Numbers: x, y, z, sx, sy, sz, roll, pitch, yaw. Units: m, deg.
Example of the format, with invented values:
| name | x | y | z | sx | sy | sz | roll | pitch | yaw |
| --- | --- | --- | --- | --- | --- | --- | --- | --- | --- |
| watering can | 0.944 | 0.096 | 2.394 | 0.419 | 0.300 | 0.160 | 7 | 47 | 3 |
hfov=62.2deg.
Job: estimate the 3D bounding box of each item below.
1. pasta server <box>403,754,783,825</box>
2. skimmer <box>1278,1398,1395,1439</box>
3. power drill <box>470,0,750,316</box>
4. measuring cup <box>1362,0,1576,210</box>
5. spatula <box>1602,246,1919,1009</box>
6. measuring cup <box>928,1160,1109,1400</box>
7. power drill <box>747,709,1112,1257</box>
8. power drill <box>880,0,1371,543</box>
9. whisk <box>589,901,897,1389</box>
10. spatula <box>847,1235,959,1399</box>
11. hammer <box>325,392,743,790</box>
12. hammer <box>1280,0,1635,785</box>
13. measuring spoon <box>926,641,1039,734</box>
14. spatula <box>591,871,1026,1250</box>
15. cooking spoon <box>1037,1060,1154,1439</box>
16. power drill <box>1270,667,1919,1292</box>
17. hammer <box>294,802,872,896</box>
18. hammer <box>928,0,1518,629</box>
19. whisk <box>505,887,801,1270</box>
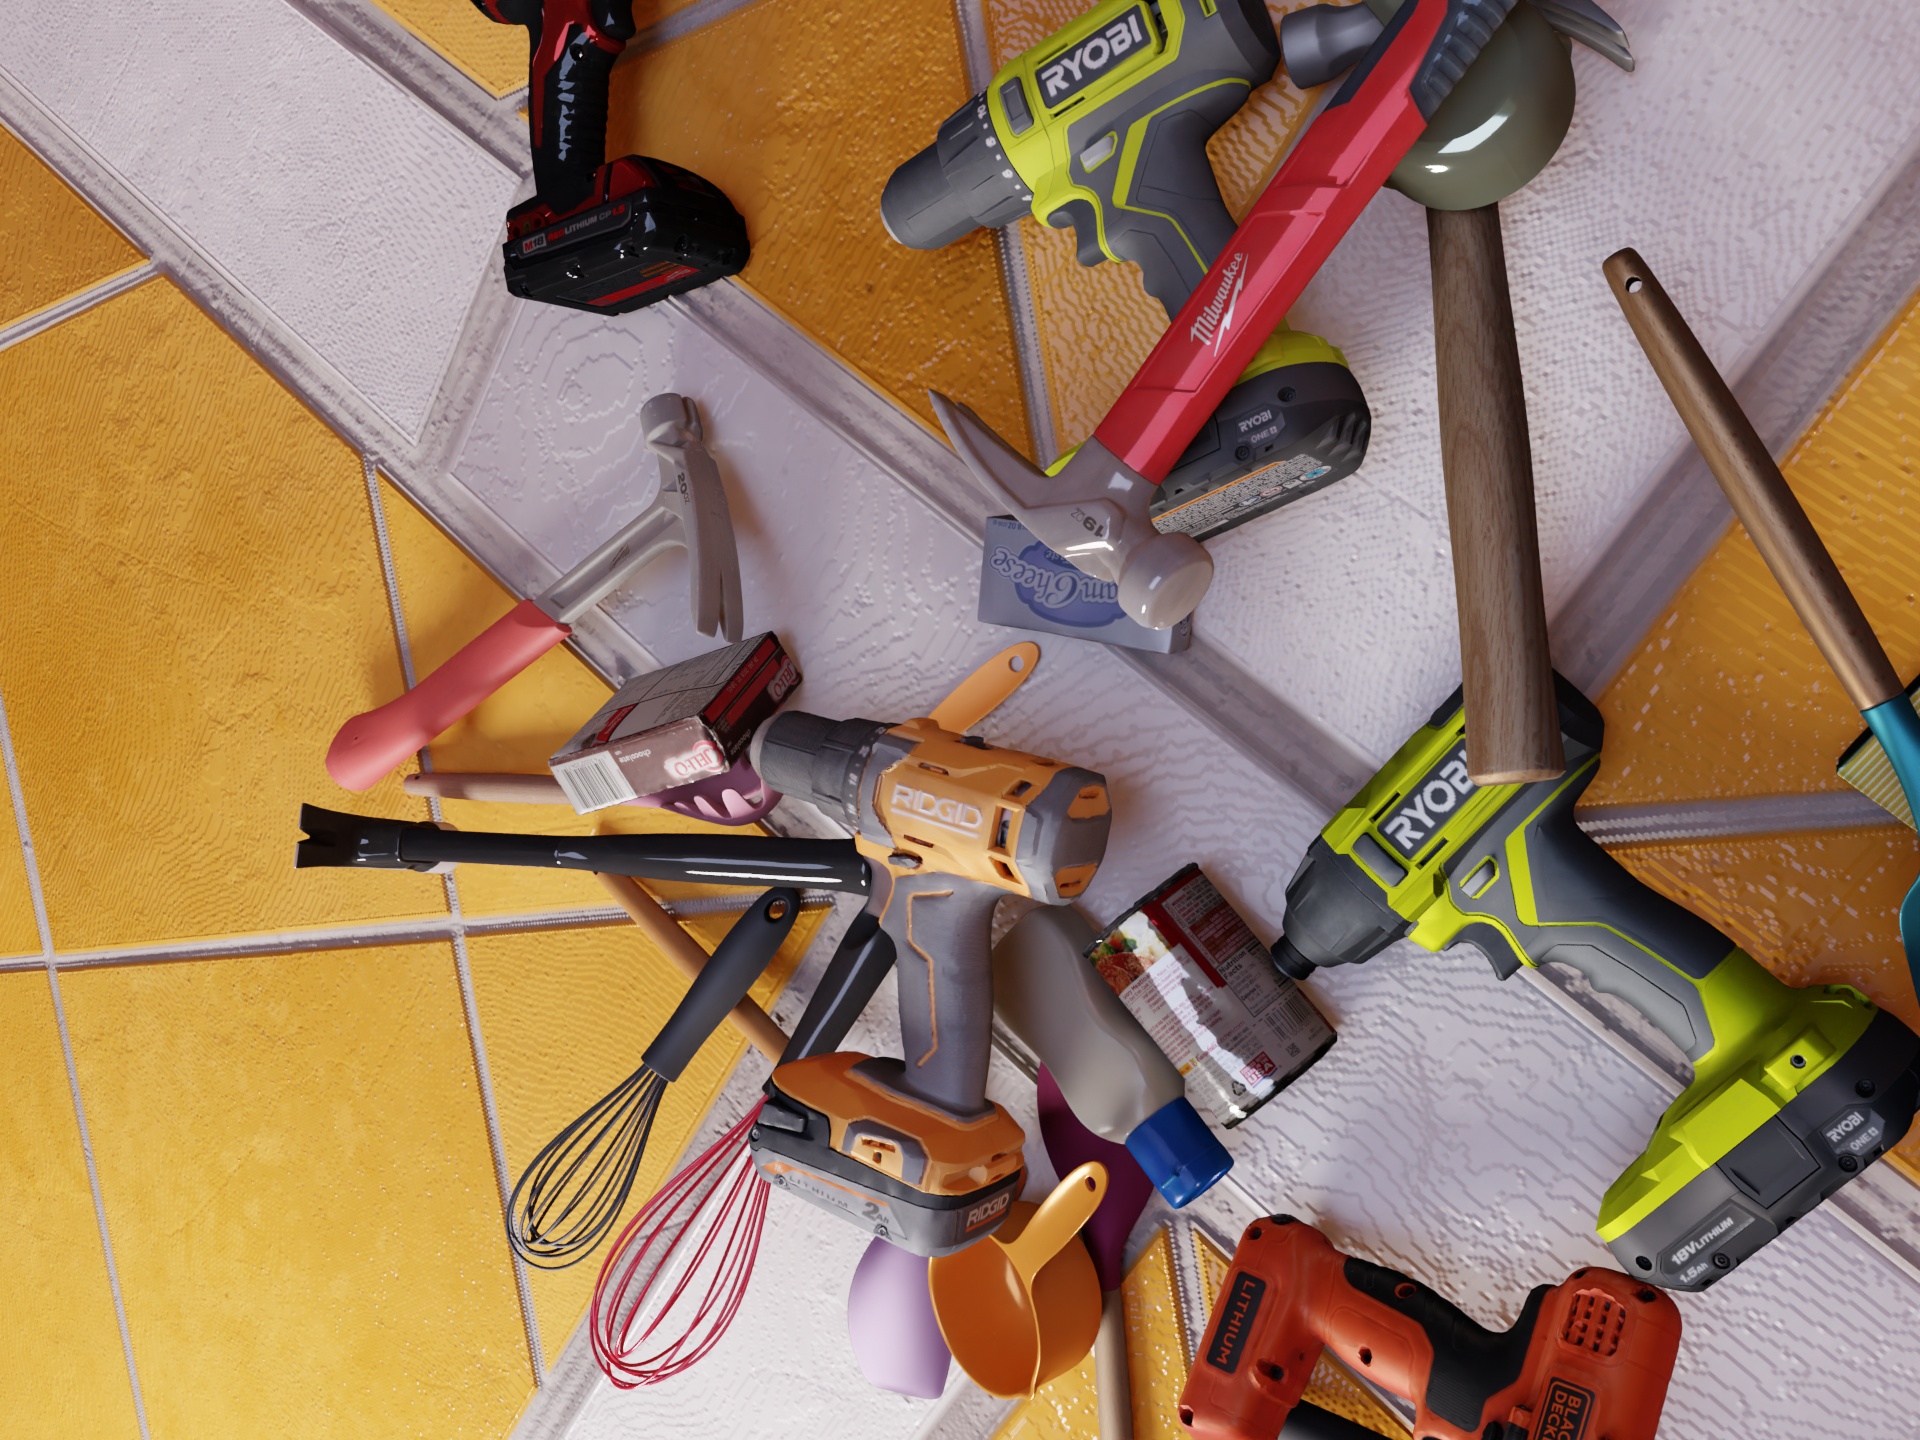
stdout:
| name | x | y | z | sx | sy | sz | roll | pitch | yaw |
| --- | --- | --- | --- | --- | --- | --- | --- | --- | --- |
| pasta server | -0.221 | 0.035 | 0.924 | 0.316 | 0.060 | 0.040 | 0 | 128 | 33 |
| skimmer | 0.260 | 0.315 | 0.658 | 0.363 | 0.127 | 0.090 | 9 | 96 | 40 |
| power drill | -0.171 | -0.342 | 0.820 | 0.188 | 0.080 | 0.227 | -9 | 90 | 31 |
| measuring cup | 0.168 | -0.273 | 0.609 | 0.083 | 0.038 | 0.168 | -34 | 72 | 24 |
| spatula | 0.314 | -0.030 | 0.569 | 0.082 | 0.044 | 0.317 | -30 | 82 | 28 |
| measuring cup | 0.046 | 0.256 | 0.769 | 0.095 | 0.052 | 0.173 | 55 | 133 | 30 |
| power drill | -0.037 | 0.109 | 0.747 | 0.185 | 0.084 | 0.226 | 16 | 98 | 31 |
| power drill | 0.066 | -0.192 | 0.691 | 0.190 | 0.080 | 0.229 | -23 | 76 | 30 |
| whisk | -0.103 | 0.213 | 0.825 | 0.073 | 0.073 | 0.296 | 29 | 87 | 24 |
| spatula | -0.018 | 0.212 | 0.814 | 0.060 | 0.018 | 0.315 | 10 | 106 | 10 |
| hammer | -0.259 | -0.036 | 0.920 | 0.359 | 0.036 | 0.149 | -30 | 61 | 33 |
| hammer | 0.203 | -0.141 | 0.618 | 0.130 | 0.031 | 0.331 | -8 | 82 | 30 |
| measuring spoon | -0.001 | -0.003 | 0.808 | 0.117 | 0.011 | 0.021 | -41 | 77 | 25 |
| spatula | -0.103 | 0.173 | 0.885 | 0.323 | 0.041 | 0.081 | 40 | 113 | 24 |
| cooking spoon | 0.075 | 0.309 | 0.801 | 0.069 | 0.017 | 0.319 | -2 | 95 | 31 |
| power drill | 0.245 | 0.105 | 0.642 | 0.223 | 0.080 | 0.171 | 47 | 116 | 20 |
| hammer | -0.200 | 0.072 | 0.865 | 0.335 | 0.146 | 0.035 | 1 | 83 | 19 |
| hammer | 0.139 | -0.226 | 0.580 | 0.143 | 0.038 | 0.386 | 46 | 110 | 28 |
| whisk | -0.159 | 0.188 | 0.853 | 0.055 | 0.055 | 0.239 | 32 | 81 | 23 |
